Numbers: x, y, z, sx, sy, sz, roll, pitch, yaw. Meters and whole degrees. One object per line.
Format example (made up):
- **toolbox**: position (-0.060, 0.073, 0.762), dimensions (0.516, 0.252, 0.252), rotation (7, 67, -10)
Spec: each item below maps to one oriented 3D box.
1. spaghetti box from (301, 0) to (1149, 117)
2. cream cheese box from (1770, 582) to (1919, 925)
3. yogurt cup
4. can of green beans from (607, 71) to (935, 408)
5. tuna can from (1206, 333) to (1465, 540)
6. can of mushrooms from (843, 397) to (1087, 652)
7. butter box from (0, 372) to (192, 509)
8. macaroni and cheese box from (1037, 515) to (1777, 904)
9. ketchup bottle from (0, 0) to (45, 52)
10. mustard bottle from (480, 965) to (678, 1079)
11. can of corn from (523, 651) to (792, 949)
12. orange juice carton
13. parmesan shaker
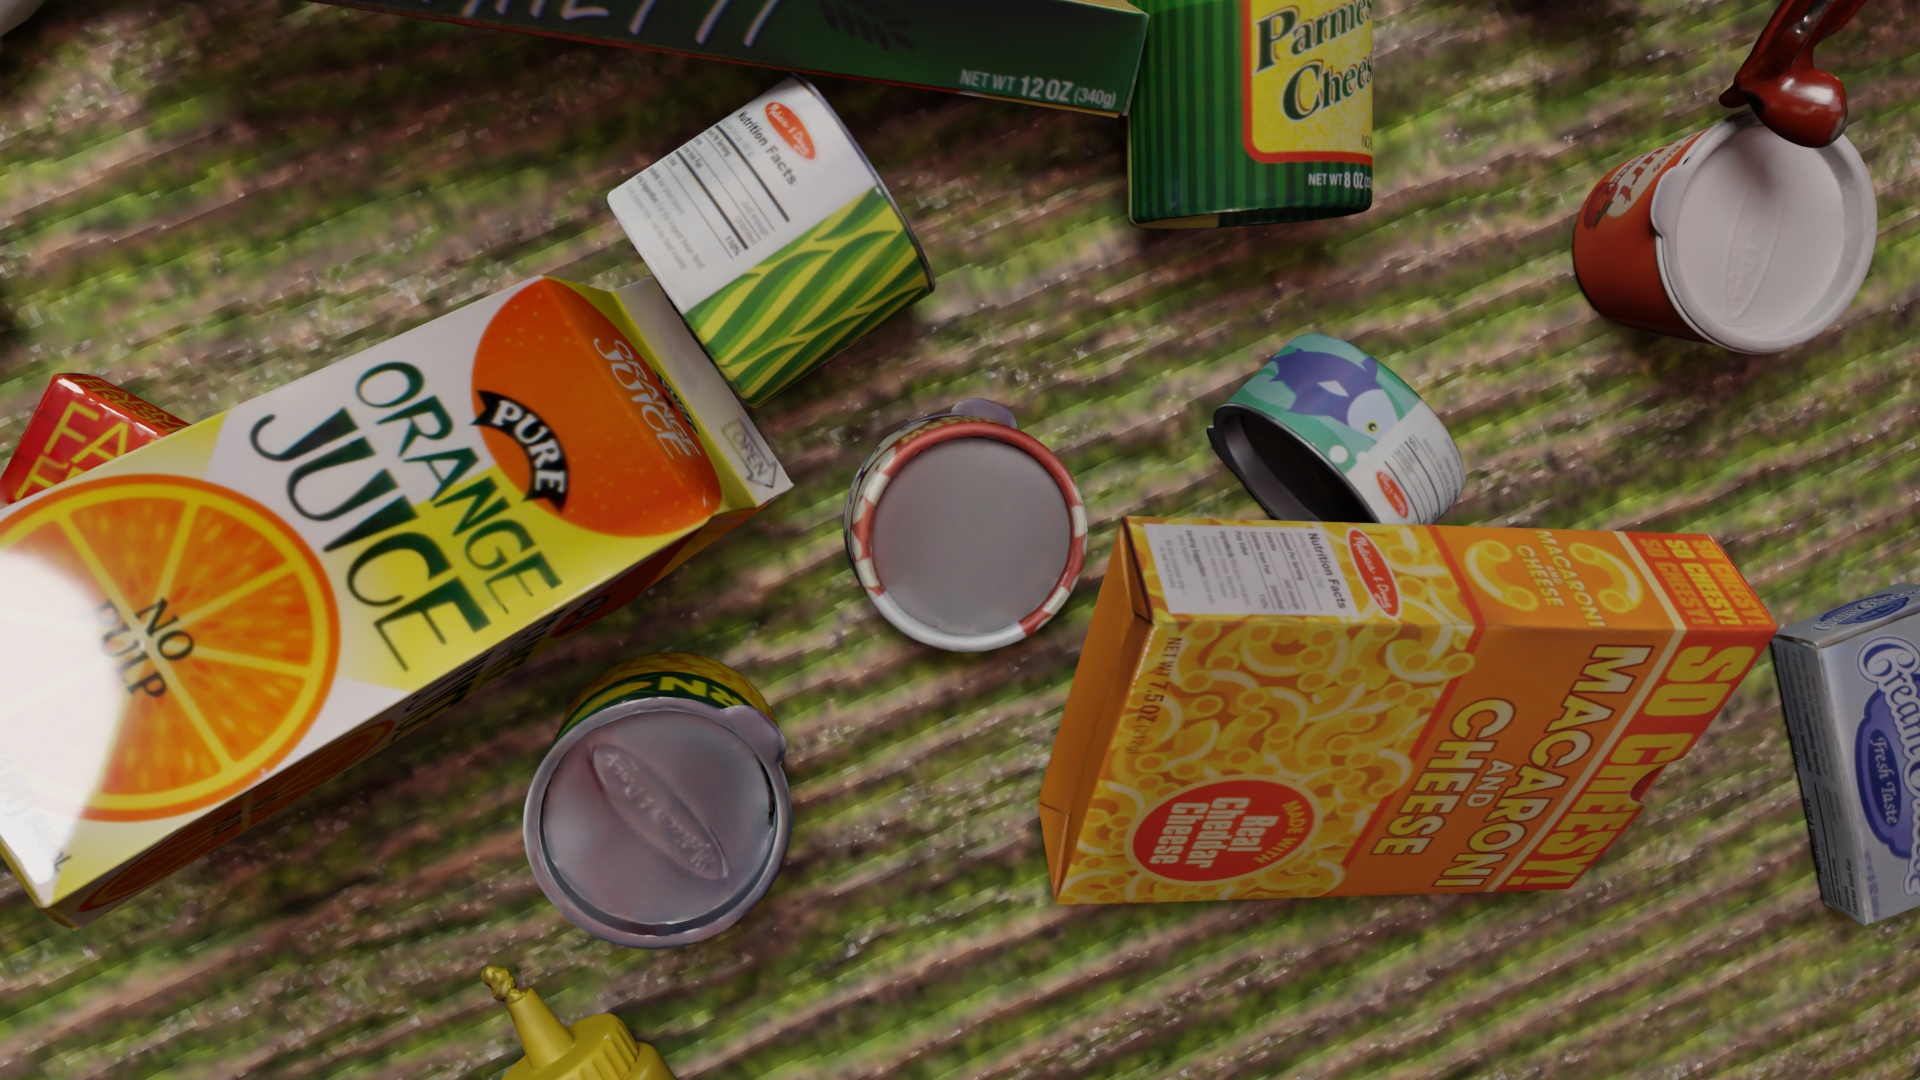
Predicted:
- **spaghetti box**: position (-0.076, -0.135, 0.328), dimensions (0.250, 0.050, 0.028), rotation (1, 120, -21)
- **cream cheese box**: position (0.308, 0.071, 0.462), dimensions (0.053, 0.024, 0.103), rotation (-18, 100, -7)
- **yogurt cup**: position (0.221, -0.089, 0.410), dimensions (0.072, 0.054, 0.072), rotation (-1, 98, -10)
- **can of green beans**: position (-0.048, -0.076, 0.359), dimensions (0.058, 0.071, 0.071), rotation (-34, 102, -3)
- **tuna can**: position (0.105, -0.025, 0.394), dimensions (0.033, 0.071, 0.071), rotation (-43, 102, -7)
- **can of mushrooms**: position (0.001, -0.005, 0.394), dimensions (0.071, 0.033, 0.071), rotation (-1, 98, -9)
- **butter box**: position (-0.197, 0.003, 0.366), dimensions (0.103, 0.024, 0.053), rotation (30, 92, -12)
- **macaroni and cheese box**: position (0.115, 0.052, 0.387), dimensions (0.167, 0.040, 0.123), rotation (1, 134, -10)
- **ketchup bottle**: position (-0.202, -0.175, 0.324), dimensions (0.148, 0.065, 0.043), rotation (-43, 122, 7)
- **mustard bottle**: position (-0.089, 0.186, 0.390), dimensions (0.049, 0.065, 0.160), rotation (-29, 98, 0)
- **can of corn**: position (-0.078, 0.066, 0.377), dimensions (0.071, 0.058, 0.071), rotation (-1, 98, -9)
- **orange juice carton**: position (-0.132, 0.002, 0.327), dimensions (0.193, 0.072, 0.072), rotation (-34, 90, -32)
- **parmesan shaker**: position (0.079, -0.139, 0.375), dimensions (0.071, 0.071, 0.103), rotation (-5, 99, -9)
